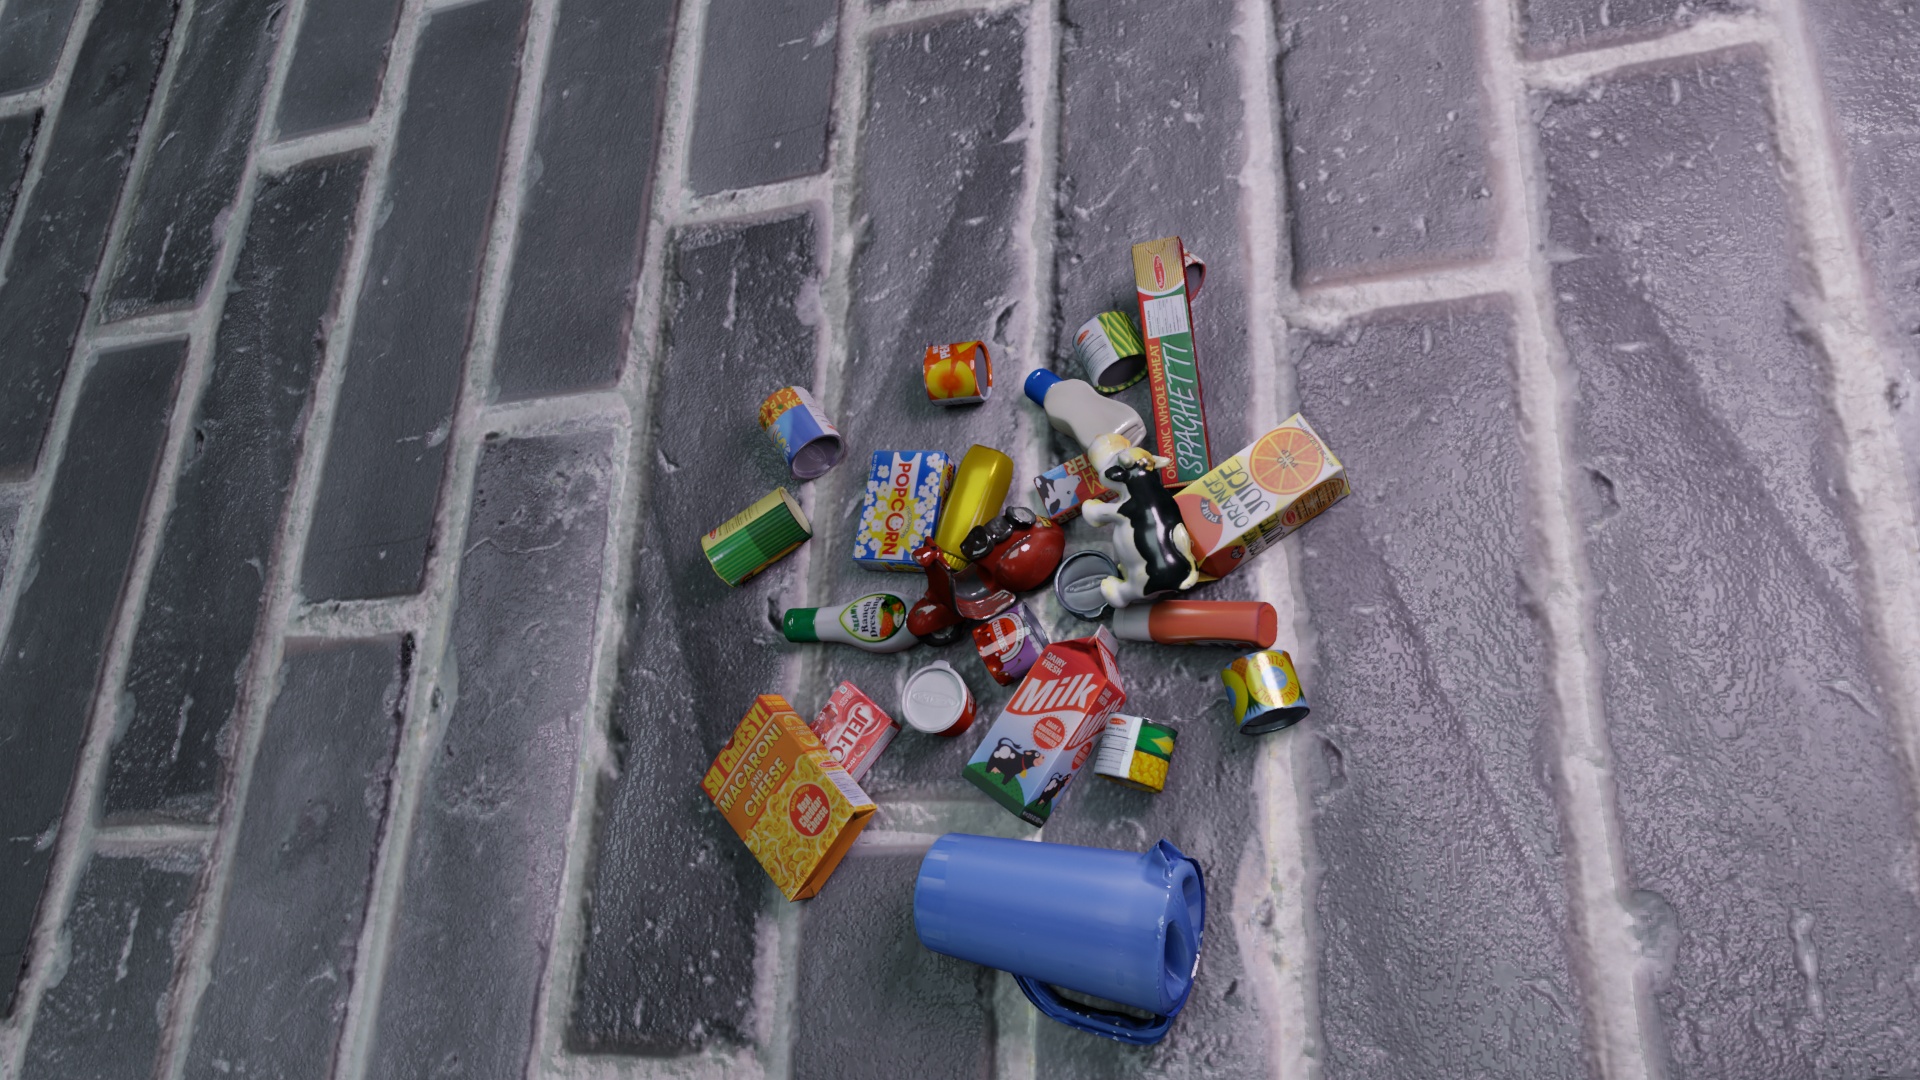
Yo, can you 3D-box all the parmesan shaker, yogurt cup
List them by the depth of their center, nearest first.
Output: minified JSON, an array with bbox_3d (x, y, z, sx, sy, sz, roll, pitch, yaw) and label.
[{"bbox_3d":[-0.018,0.161,1.369,0.072,0.054,0.072,-8,67,19],"label":"yogurt cup"},{"bbox_3d":[-0.219,-0.002,1.504,0.103,0.071,0.071,-32,62,6],"label":"parmesan shaker"}]

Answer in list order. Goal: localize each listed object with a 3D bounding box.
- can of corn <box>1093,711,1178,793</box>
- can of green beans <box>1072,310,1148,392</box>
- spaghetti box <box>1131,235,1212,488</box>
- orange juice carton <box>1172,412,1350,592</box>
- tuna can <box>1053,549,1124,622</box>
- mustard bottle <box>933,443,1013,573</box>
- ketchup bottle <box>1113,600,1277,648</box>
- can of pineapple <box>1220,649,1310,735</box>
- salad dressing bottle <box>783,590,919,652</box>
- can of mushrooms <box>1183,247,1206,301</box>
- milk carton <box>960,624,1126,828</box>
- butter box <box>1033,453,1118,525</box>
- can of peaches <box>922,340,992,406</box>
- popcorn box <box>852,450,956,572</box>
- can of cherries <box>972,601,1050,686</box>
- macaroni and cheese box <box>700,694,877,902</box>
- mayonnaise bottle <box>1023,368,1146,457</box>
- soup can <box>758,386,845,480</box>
[{"bbox_3d":[0.163,0.196,1.280,0.071,0.071,0.058,11,75,25],"label":"can of corn"},{"bbox_3d":[0.157,-0.195,1.436,0.071,0.071,0.058,-28,63,9],"label":"can of green beans"},{"bbox_3d":[0.212,-0.176,1.387,0.050,0.029,0.250,-8,85,18],"label":"spaghetti box"},{"bbox_3d":[0.268,-0.030,1.323,0.192,0.073,0.072,-34,62,6],"label":"orange juice carton"},{"bbox_3d":[0.128,0.048,1.369,0.071,0.032,0.071,-8,67,19],"label":"tuna can"},{"bbox_3d":[0.005,-0.018,1.428,0.049,0.065,0.160,20,83,21],"label":"mustard bottle"},{"bbox_3d":[0.218,0.078,1.308,0.149,0.065,0.043,0,86,31],"label":"ketchup bottle"},{"bbox_3d":[0.275,0.137,1.256,0.071,0.071,0.058,-21,64,13],"label":"can of pineapple"},{"bbox_3d":[-0.111,0.086,1.441,0.147,0.044,0.064,-4,69,20],"label":"salad dressing bottle"},{"bbox_3d":[0.223,-0.271,1.443,0.071,0.071,0.033,-47,61,-1],"label":"can of mushrooms"},{"bbox_3d":[0.091,0.168,1.313,0.073,0.072,0.191,31,83,29],"label":"milk carton"},{"bbox_3d":[0.131,-0.061,1.417,0.103,0.024,0.053,-26,61,9],"label":"butter box"},{"bbox_3d":[-0.002,-0.182,1.491,0.058,0.071,0.071,-3,69,19],"label":"can of peaches"},{"bbox_3d":[-0.059,-0.030,1.470,0.085,0.038,0.127,2,71,23],"label":"popcorn box"},{"bbox_3d":[0.051,0.101,1.356,0.058,0.071,0.072,-28,62,10],"label":"can of cherries"},{"bbox_3d":[-0.174,0.253,1.380,0.167,0.040,0.123,44,109,29],"label":"macaroni and cheese box"},{"bbox_3d":[0.122,-0.132,1.422,0.065,0.041,0.148,-41,46,-8],"label":"mayonnaise bottle"},{"bbox_3d":[-0.179,-0.118,1.536,0.071,0.071,0.084,-39,60,3],"label":"soup can"}]
